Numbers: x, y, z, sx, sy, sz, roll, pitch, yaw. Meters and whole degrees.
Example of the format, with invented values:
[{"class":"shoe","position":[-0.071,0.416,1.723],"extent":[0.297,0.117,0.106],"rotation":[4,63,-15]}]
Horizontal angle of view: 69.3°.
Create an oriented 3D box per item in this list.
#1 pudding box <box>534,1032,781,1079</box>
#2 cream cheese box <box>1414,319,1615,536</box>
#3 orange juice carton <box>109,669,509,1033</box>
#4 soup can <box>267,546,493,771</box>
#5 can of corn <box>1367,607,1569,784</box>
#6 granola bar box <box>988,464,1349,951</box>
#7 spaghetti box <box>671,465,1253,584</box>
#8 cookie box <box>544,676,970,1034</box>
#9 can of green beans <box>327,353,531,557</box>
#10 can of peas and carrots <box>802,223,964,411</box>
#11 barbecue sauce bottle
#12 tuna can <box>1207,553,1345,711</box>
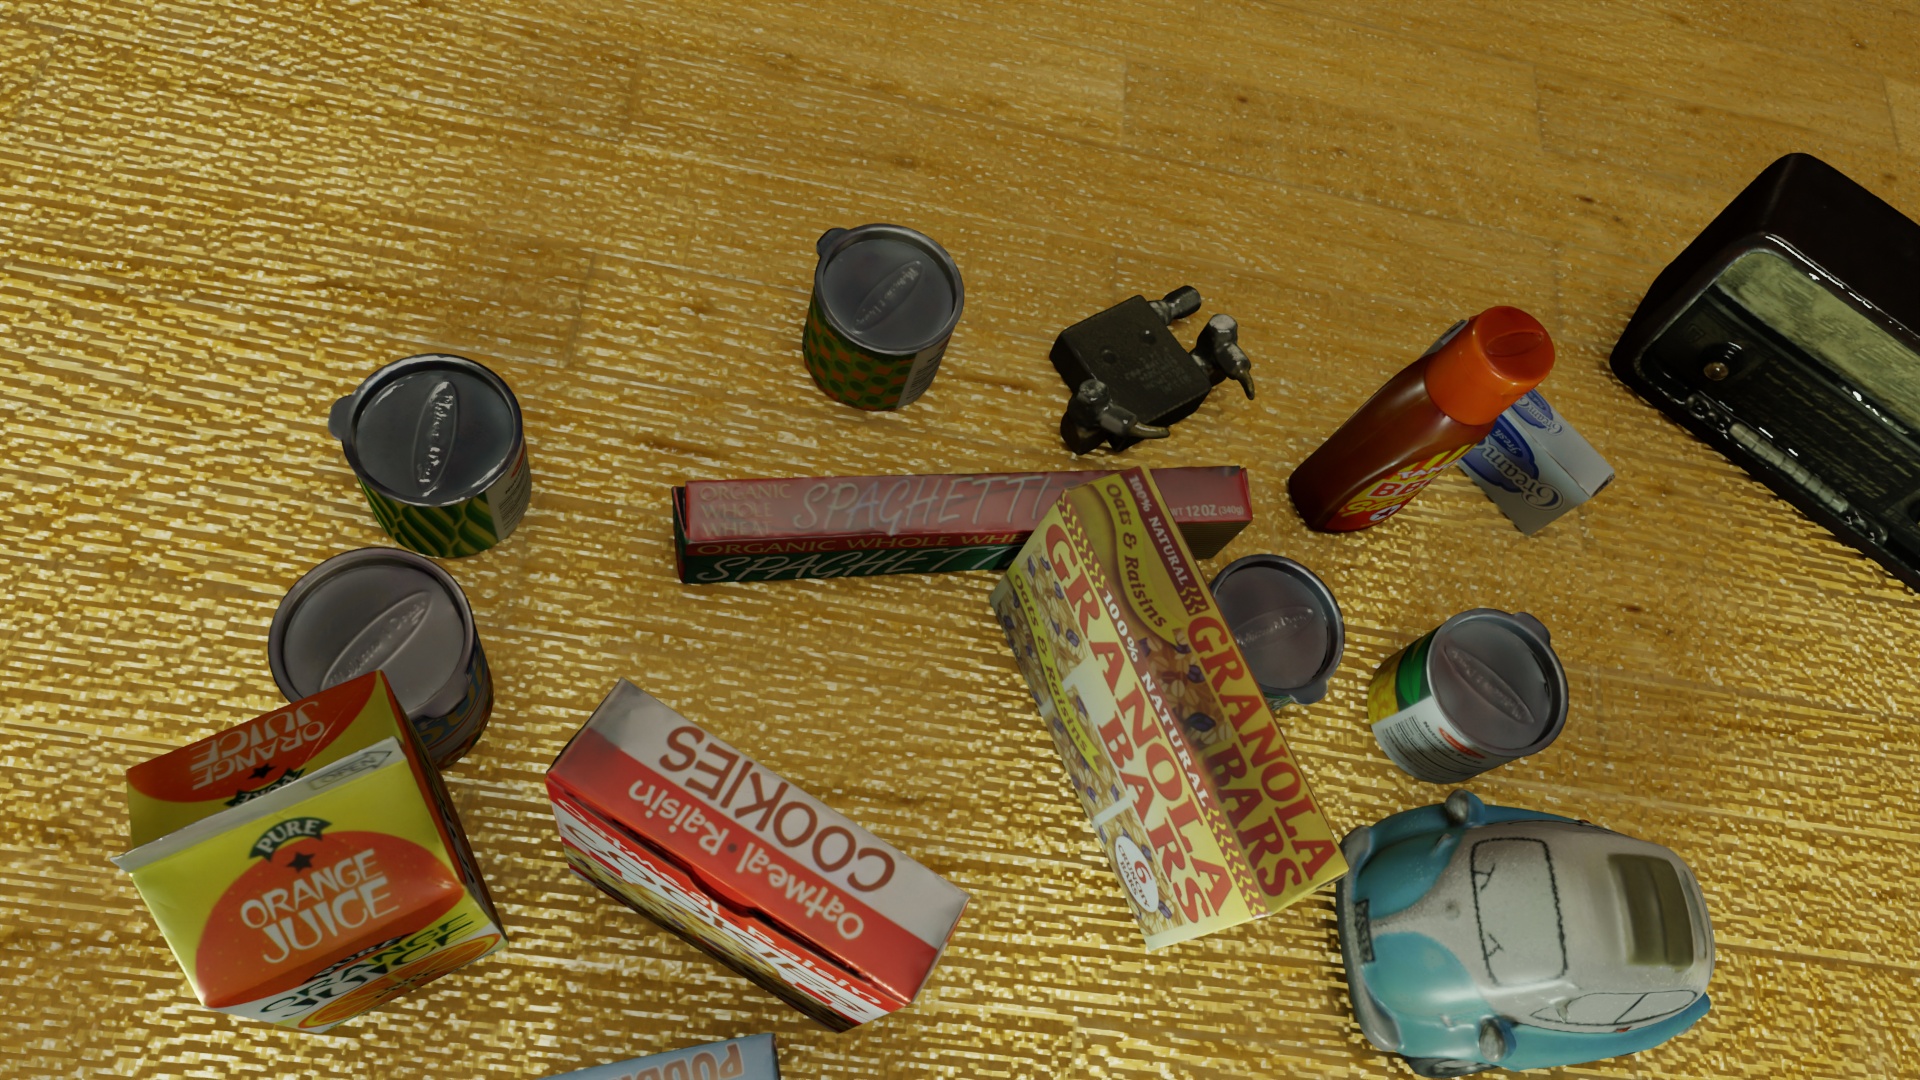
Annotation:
[{"class":"pudding box","position":[-0.107,0.198,0.491],"extent":[0.084,0.049,0.030],"rotation":[-6,70,-15]},{"class":"cream cheese box","position":[0.263,-0.054,0.681],"extent":[0.024,0.053,0.104],"rotation":[-37,80,-23]},{"class":"orange juice carton","position":[-0.196,0.100,0.433],"extent":[0.072,0.192,0.073],"rotation":[-22,75,-20]},{"class":"soup can","position":[-0.208,0.050,0.512],"extent":[0.071,0.083,0.071],"rotation":[5,67,-11]},{"class":"can of corn","position":[0.225,0.069,0.618],"extent":[0.071,0.058,0.071],"rotation":[5,67,-11]},{"class":"granola bar box","position":[0.074,0.069,0.546],"extent":[0.039,0.123,0.166],"rotation":[-19,73,-19]},{"class":"spaghetti box","position":[0.002,-0.008,0.603],"extent":[0.250,0.050,0.029],"rotation":[-2,69,-14]},{"class":"cookie box","position":[-0.074,0.116,0.469],"extent":[0.123,0.166,0.040],"rotation":[31,65,1]},{"class":"can of green beans","position":[-0.209,-0.033,0.561],"extent":[0.071,0.057,0.071],"rotation":[5,67,-11]},{"class":"can of peas and carrots","position":[-0.038,-0.101,0.628],"extent":[0.071,0.058,0.071],"rotation":[5,67,-11]},{"class":"barbecue sauce bottle","position":[0.203,-0.051,0.614],"extent":[0.065,0.148,0.044],"rotation":[-16,72,-18]},{"class":"tuna can","position":[0.136,0.044,0.622],"extent":[0.071,0.032,0.071],"rotation":[5,67,-11]}]
